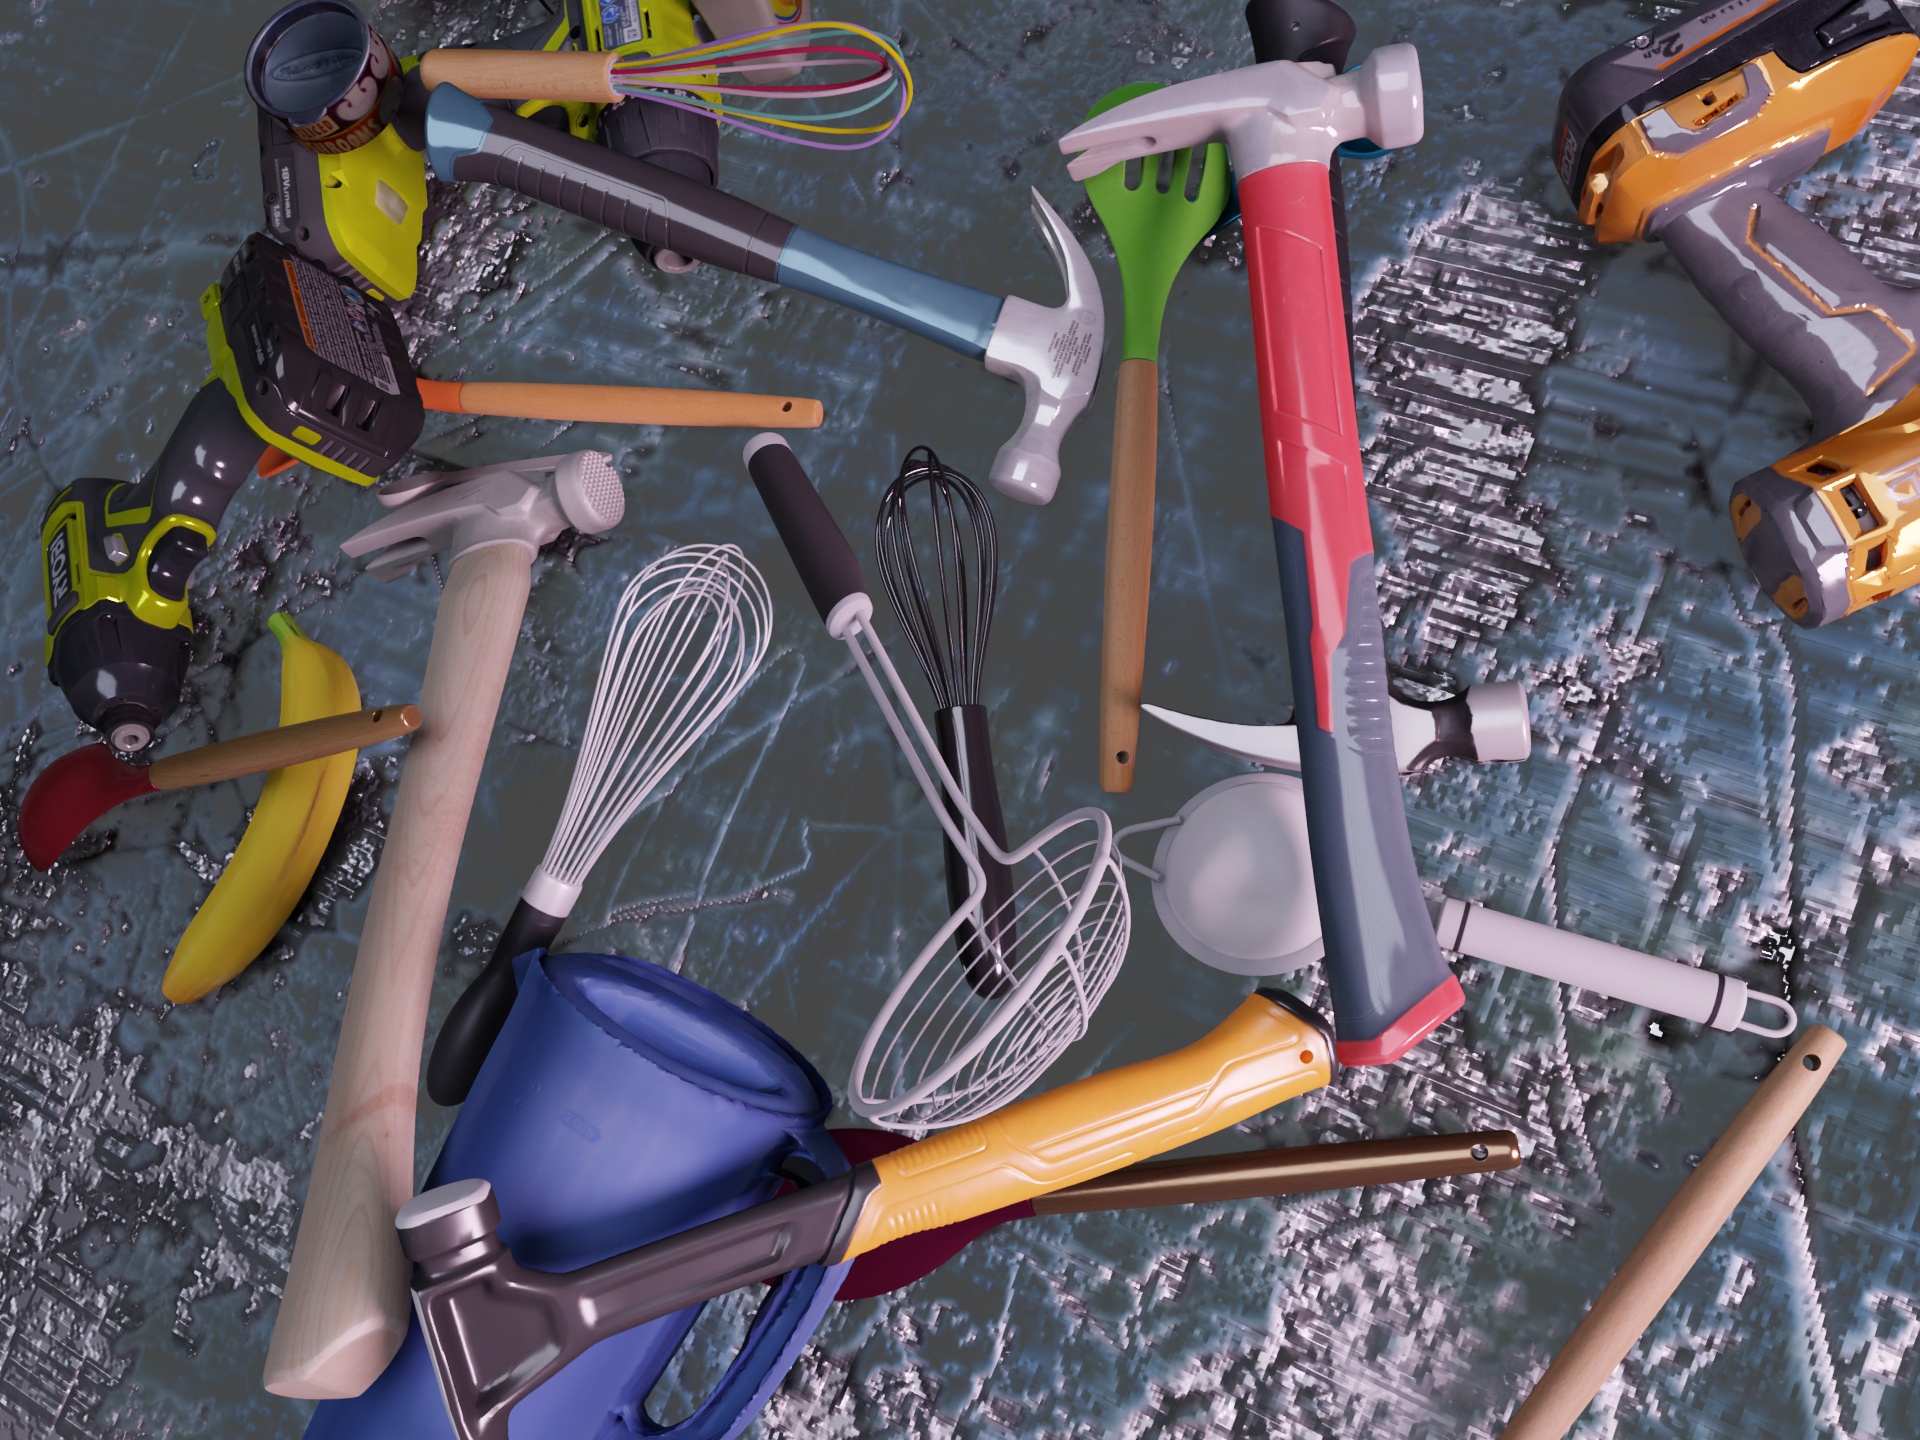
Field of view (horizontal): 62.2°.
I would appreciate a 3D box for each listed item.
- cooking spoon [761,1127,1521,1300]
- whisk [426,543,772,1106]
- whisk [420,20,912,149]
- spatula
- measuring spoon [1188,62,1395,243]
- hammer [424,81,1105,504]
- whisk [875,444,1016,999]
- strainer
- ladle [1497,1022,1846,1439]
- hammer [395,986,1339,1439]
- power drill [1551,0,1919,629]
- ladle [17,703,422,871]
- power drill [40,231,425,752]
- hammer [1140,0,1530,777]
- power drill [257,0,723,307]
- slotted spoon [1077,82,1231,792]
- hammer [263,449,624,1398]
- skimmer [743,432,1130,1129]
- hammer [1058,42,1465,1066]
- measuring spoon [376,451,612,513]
[{"bbox_3d":[0.054,0.184,0.625,0.319,0.017,0.069,-11,75,16],"label":"cooking spoon"},{"bbox_3d":[-0.167,0.047,0.708,0.070,0.070,0.284,29,93,21],"label":"whisk"},{"bbox_3d":[-0.137,-0.294,0.719,0.245,0.047,0.051,8,84,16],"label":"whisk"},{"bbox_3d":[-0.219,-0.156,0.791,0.322,0.041,0.081,6,78,15],"label":"spatula"},{"bbox_3d":[0.142,-0.240,0.701,0.128,0.021,0.042,-29,73,19],"label":"measuring spoon"},{"bbox_3d":[-0.091,-0.213,0.714,0.331,0.033,0.128,22,84,5],"label":"hammer"},{"bbox_3d":[-0.002,-0.002,0.674,0.055,0.055,0.239,-10,79,15],"label":"whisk"},{"bbox_3d":[0.178,0.073,0.602,0.258,0.050,0.087,15,68,17],"label":"strainer"},{"bbox_3d":[0.207,0.233,0.546,0.078,0.062,0.320,37,88,21],"label":"ladle"},{"bbox_3d":[-0.015,0.175,0.567,0.337,0.034,0.127,-17,94,-14],"label":"hammer"},{"bbox_3d":[0.345,-0.168,0.584,0.185,0.084,0.226,-25,75,10],"label":"power drill"},{"bbox_3d":[-0.354,0.023,0.736,0.315,0.031,0.069,-11,58,33],"label":"ladle"},{"bbox_3d":[-0.358,-0.104,0.760,0.223,0.080,0.171,-44,50,18],"label":"power drill"},{"bbox_3d":[0.141,-0.142,0.653,0.146,0.035,0.335,-5,80,17],"label":"hammer"},{"bbox_3d":[-0.227,-0.289,0.796,0.228,0.080,0.191,-14,74,12],"label":"power drill"},{"bbox_3d":[0.077,-0.126,0.675,0.070,0.031,0.314,5,84,-11],"label":"slotted spoon"},{"bbox_3d":[-0.232,0.061,0.662,0.146,0.038,0.411,-14,53,19],"label":"hammer"},{"bbox_3d":[-0.041,-0.010,0.609,0.127,0.090,0.364,-46,49,20],"label":"skimmer"},{"bbox_3d":[0.121,-0.066,0.601,0.143,0.038,0.386,-7,77,16],"label":"hammer"},{"bbox_3d":[-0.229,-0.116,0.786,0.124,0.034,0.018,-6,115,11],"label":"measuring spoon"}]
